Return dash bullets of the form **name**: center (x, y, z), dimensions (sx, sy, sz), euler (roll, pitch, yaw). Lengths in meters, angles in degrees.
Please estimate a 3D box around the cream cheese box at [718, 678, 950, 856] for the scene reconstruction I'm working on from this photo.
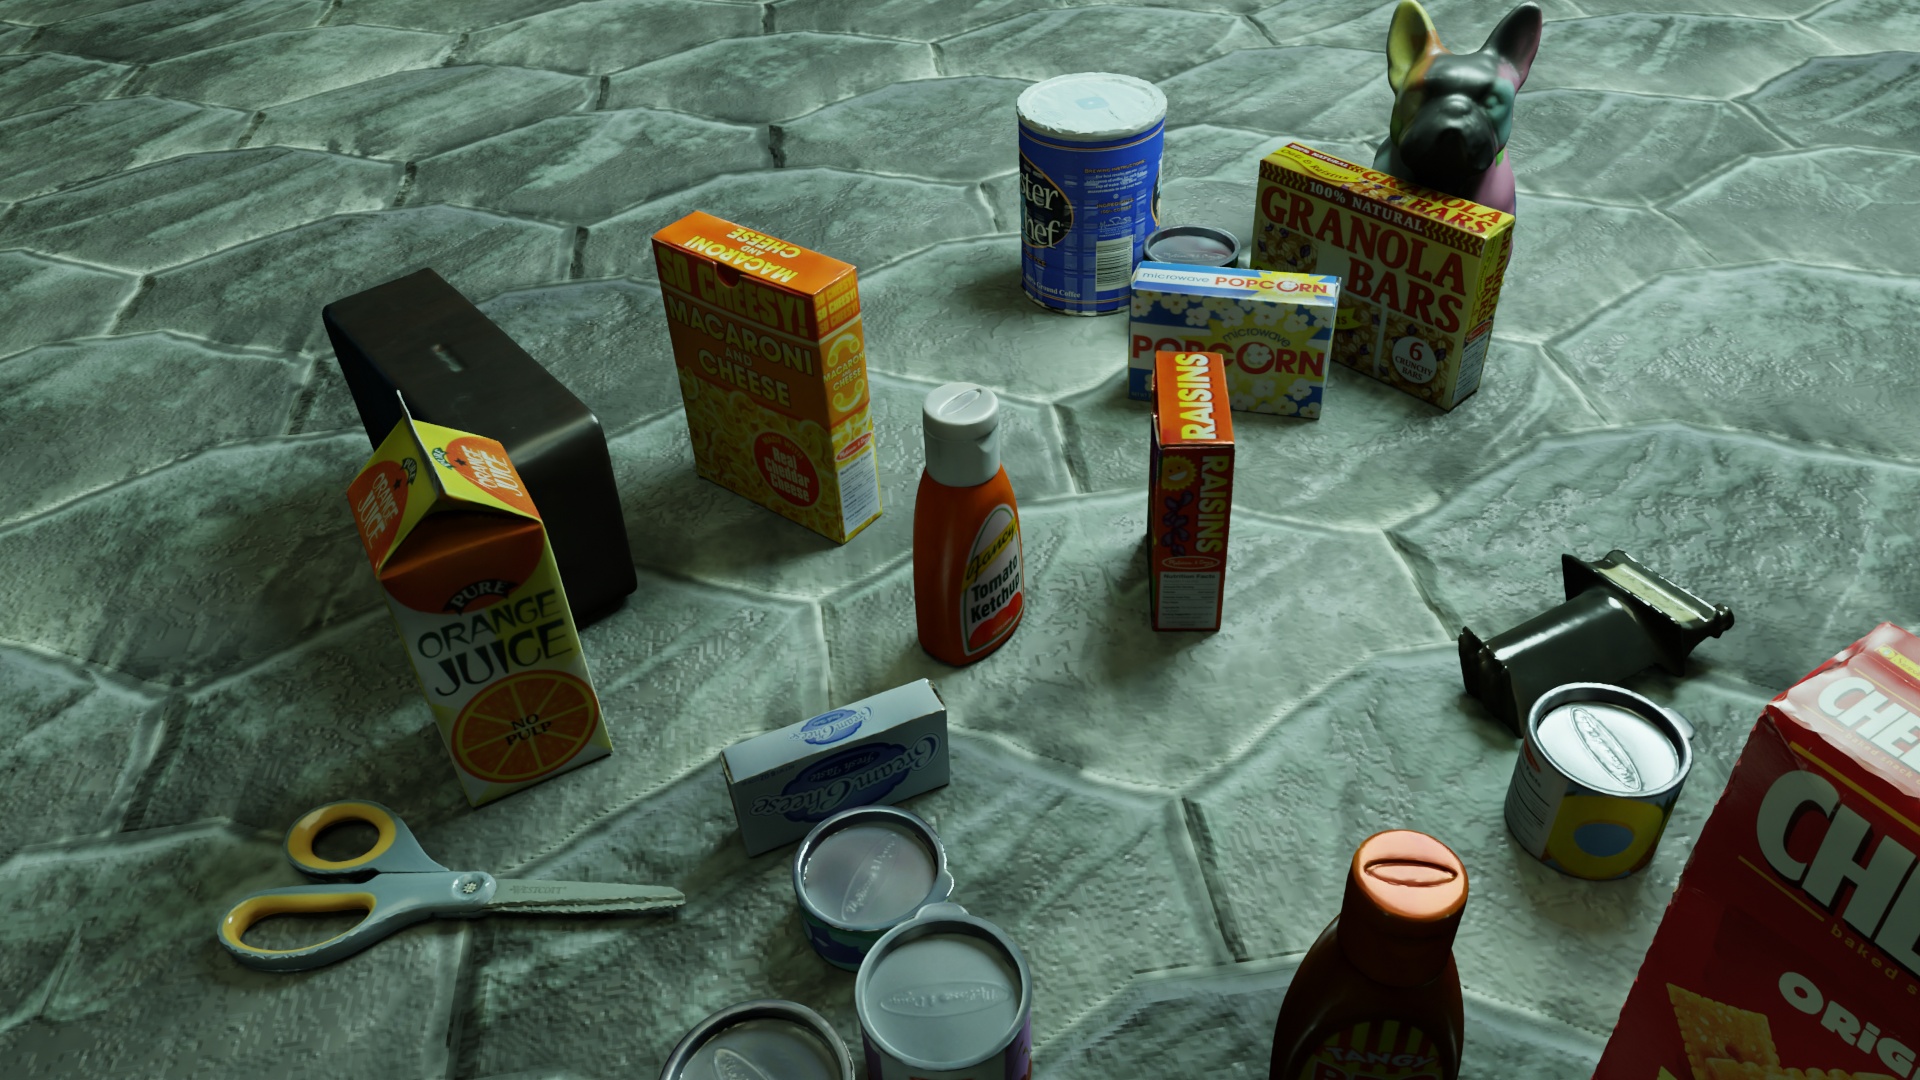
- **cream cheese box**: center (-0.056, 0.105, 0.642), dimensions (0.104, 0.053, 0.024), euler (-18, 42, -17)

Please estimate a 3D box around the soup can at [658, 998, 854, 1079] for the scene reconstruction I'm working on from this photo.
- **soup can**: center (-0.069, 0.214, 0.487), dimensions (0.071, 0.083, 0.072), euler (-2, 39, 2)

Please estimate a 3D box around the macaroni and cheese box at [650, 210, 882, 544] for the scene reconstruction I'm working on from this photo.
- **macaroni and cheese box**: center (-0.109, -0.091, 0.795), dimensions (0.124, 0.165, 0.040), euler (24, 47, 30)

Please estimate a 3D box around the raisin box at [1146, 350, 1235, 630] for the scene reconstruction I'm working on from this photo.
- **raisin box**: center (0.119, -0.026, 0.733), dimensions (0.040, 0.122, 0.086), euler (1, 40, 5)

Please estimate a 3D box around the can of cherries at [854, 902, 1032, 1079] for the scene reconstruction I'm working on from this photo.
- **can of cherries**: center (-0.005, 0.186, 0.536), dimensions (0.071, 0.058, 0.072), euler (-2, 39, 2)

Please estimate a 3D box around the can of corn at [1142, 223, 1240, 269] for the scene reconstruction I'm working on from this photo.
- **can of corn**: center (0.159, -0.177, 0.964), dimensions (0.071, 0.058, 0.071), euler (-2, 39, 2)

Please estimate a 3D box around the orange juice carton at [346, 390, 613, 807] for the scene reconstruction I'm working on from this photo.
- **orange juice carton**: center (-0.224, 0.026, 0.642), dimensions (0.073, 0.191, 0.072), euler (-21, 43, -20)

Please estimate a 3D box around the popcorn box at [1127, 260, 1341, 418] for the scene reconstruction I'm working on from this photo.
- **popcorn box**: center (0.171, -0.128, 0.882), dimensions (0.127, 0.084, 0.038), euler (7, 41, 13)

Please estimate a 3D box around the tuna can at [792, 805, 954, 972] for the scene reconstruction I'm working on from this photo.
- **tuna can**: center (-0.036, 0.151, 0.601), dimensions (0.071, 0.032, 0.071), euler (-2, 39, 2)

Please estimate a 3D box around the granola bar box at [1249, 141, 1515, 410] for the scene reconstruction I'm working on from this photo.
- **granola bar box**: center (0.266, -0.174, 0.900), dimensions (0.039, 0.123, 0.166), euler (-32, 47, -30)

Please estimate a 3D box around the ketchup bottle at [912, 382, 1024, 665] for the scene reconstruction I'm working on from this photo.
- **ketchup bottle**: center (0.003, -0.009, 0.701), dimensions (0.043, 0.148, 0.065), euler (27, 48, 32)

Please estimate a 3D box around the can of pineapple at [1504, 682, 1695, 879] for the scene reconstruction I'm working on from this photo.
- **can of pineapple**: center (0.281, 0.106, 0.612), dimensions (0.071, 0.057, 0.071), euler (-2, 39, 2)

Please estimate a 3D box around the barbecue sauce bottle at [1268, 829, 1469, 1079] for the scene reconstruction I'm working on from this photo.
- **barbecue sauce bottle**: center (0.146, 0.161, 0.485), dimensions (0.065, 0.147, 0.044), euler (3, 40, 8)
